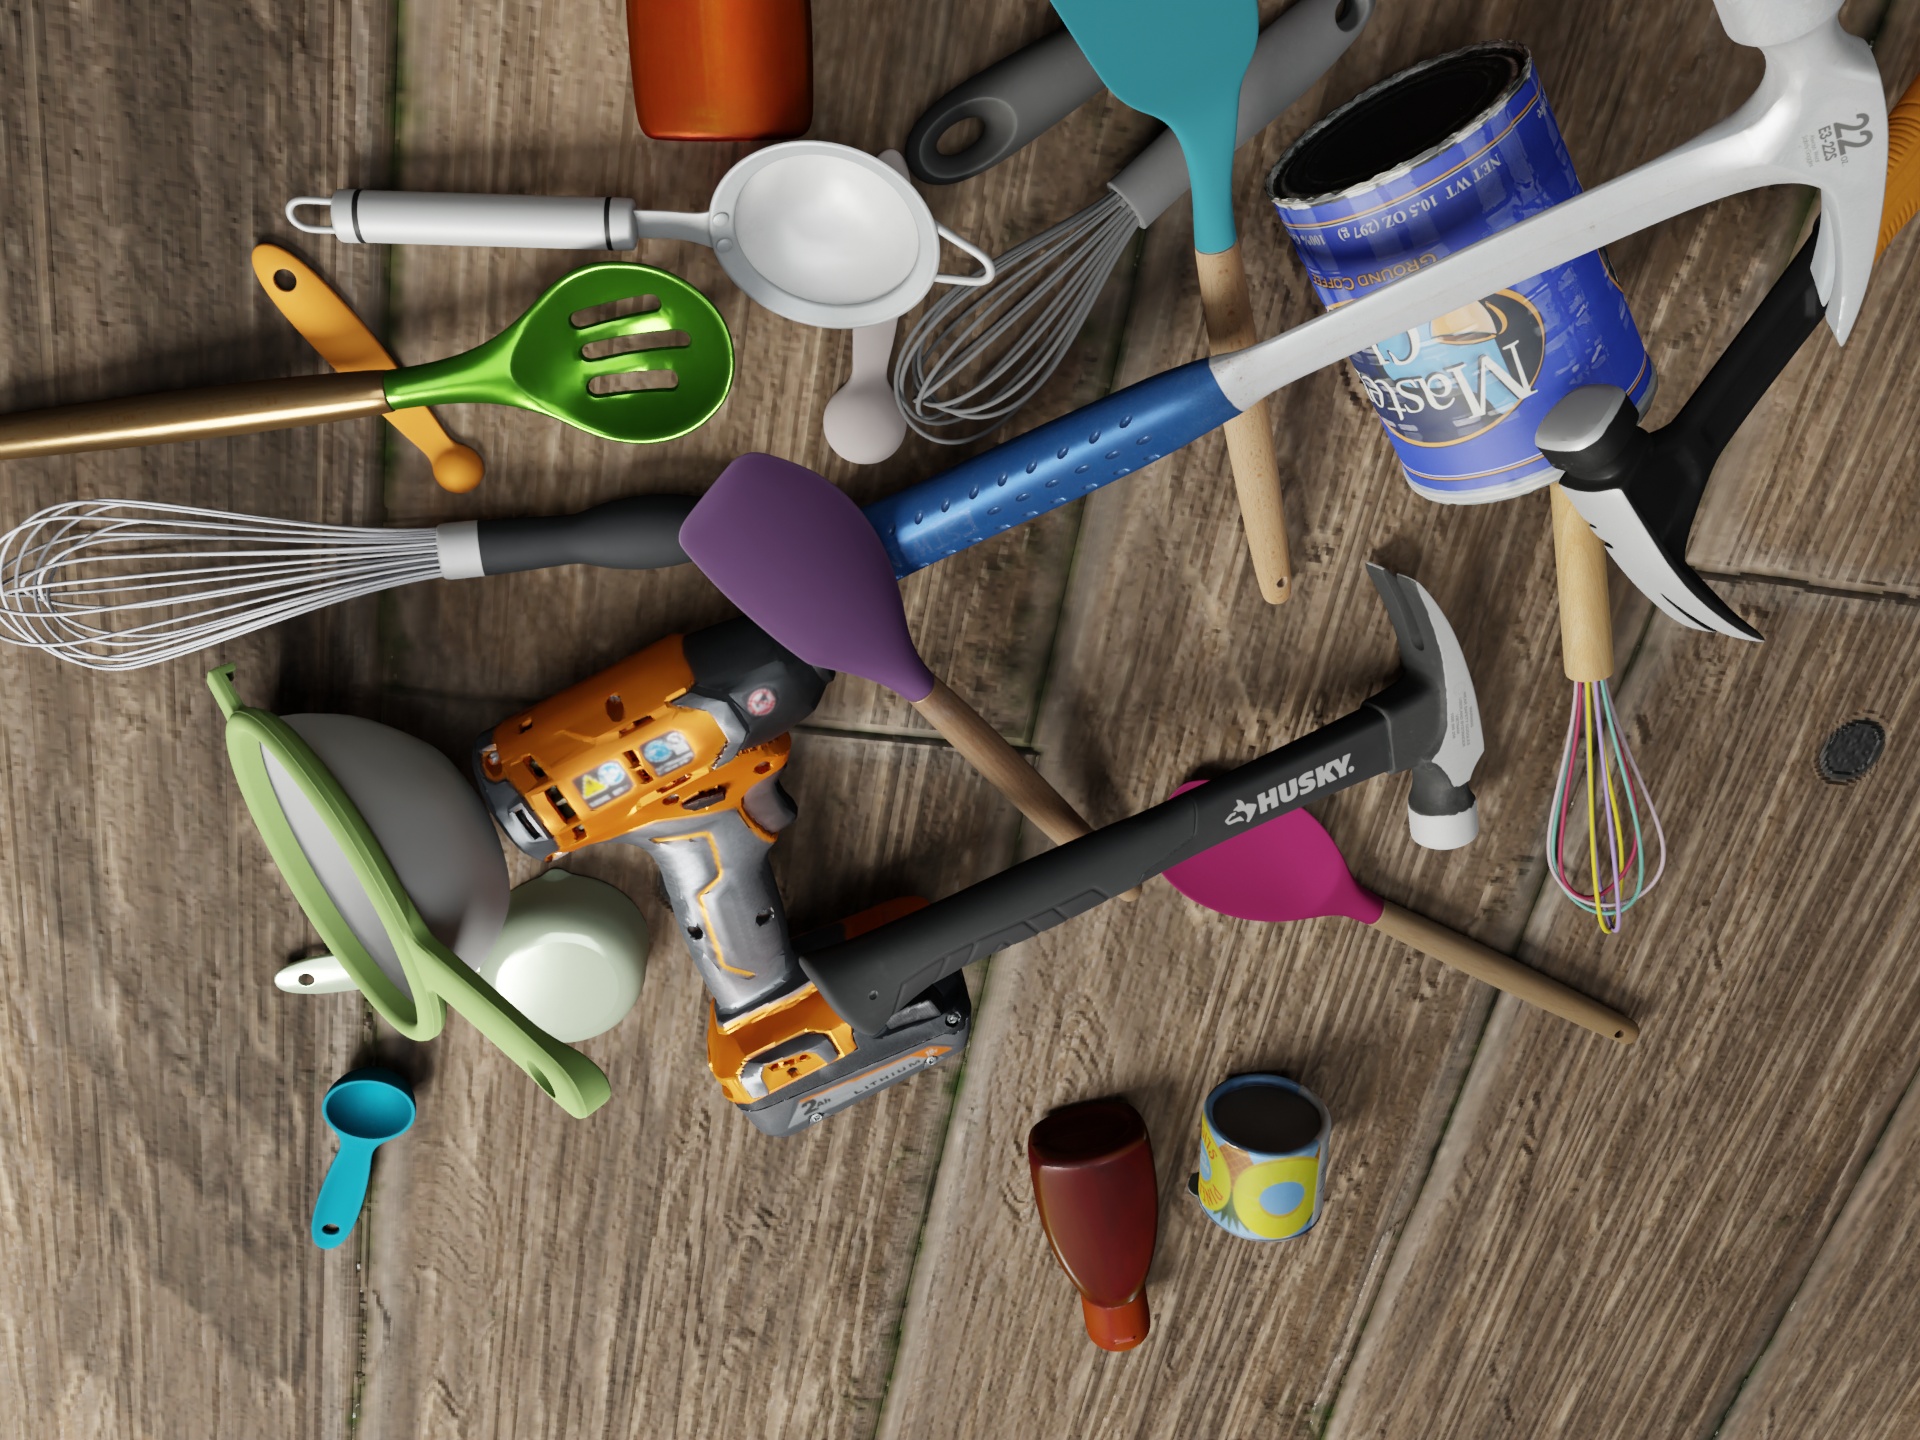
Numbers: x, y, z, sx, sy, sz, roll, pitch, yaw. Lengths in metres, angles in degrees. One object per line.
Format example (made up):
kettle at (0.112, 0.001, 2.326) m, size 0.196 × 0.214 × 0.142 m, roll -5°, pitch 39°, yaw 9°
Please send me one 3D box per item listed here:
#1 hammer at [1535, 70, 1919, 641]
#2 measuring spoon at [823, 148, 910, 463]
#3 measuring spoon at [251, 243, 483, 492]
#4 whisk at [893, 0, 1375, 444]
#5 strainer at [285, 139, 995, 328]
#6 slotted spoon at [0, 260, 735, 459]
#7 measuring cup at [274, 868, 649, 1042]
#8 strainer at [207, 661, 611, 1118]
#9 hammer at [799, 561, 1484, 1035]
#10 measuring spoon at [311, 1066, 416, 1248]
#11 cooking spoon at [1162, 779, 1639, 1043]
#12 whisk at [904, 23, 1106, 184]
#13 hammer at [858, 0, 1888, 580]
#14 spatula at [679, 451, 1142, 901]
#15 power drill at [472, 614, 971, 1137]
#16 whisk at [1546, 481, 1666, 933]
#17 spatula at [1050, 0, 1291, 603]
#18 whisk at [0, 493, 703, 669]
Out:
hammer at (0.352, -0.191, 0.607) m, size 0.127 × 0.034 × 0.337 m, roll 41°, pitch 83°, yaw -28°
measuring spoon at (-0.033, -0.159, 0.627) m, size 0.034 × 0.018 × 0.124 m, roll 2°, pitch 115°, yaw -11°
measuring spoon at (-0.227, -0.133, 0.610) m, size 0.021 × 0.011 × 0.116 m, roll -34°, pitch 117°, yaw 8°
whisk at (0.067, -0.196, 0.611) m, size 0.239 × 0.055 × 0.055 m, roll -42°, pitch 116°, yaw 7°
strainer at (-0.117, -0.185, 0.586) m, size 0.258 × 0.050 × 0.086 m, roll 1°, pitch 147°, yaw -3°
slotted spoon at (-0.239, -0.123, 0.595) m, size 0.313 × 0.031 × 0.070 m, roll -7°, pitch 120°, yaw 0°
measuring cup at (-0.226, 0.116, 0.720) m, size 0.167 × 0.038 × 0.083 m, roll -6°, pitch 117°, yaw -9°
strainer at (-0.193, 0.068, 0.614) m, size 0.069 × 0.257 × 0.151 m, roll -33°, pitch 132°, yaw -32°
hammer at (0.086, 0.046, 0.692) m, size 0.335 × 0.035 × 0.146 m, roll -22°, pitch 117°, yaw -17°
measuring spoon at (-0.295, 0.211, 0.774) m, size 0.042 × 0.021 × 0.128 m, roll 16°, pitch 122°, yaw -18°
cooking spoon at (0.229, 0.106, 0.807) m, size 0.318 × 0.017 × 0.068 m, roll 26°, pitch 111°, yaw -20°
whisk at (0.107, -0.280, 0.572) m, size 0.296 × 0.073 × 0.073 m, roll -29°, pitch 118°, yaw 13°
hammer at (0.108, -0.120, 0.568) m, size 0.405 × 0.035 × 0.143 m, roll -20°, pitch 137°, yaw 29°
spatula at (-0.001, -0.002, 0.670) m, size 0.060 × 0.018 × 0.315 m, roll -51°, pitch 131°, yaw -7°
power drill at (-0.080, 0.060, 0.691) m, size 0.164 × 0.084 × 0.226 m, roll -27°, pitch 118°, yaw 4°
whisk at (0.300, -0.005, 0.756) m, size 0.047 × 0.051 × 0.244 m, roll -25°, pitch 116°, yaw -21°
spatula at (0.097, -0.166, 0.609) m, size 0.082 × 0.044 × 0.317 m, roll -30°, pitch 135°, yaw -9°
whisk at (-0.229, -0.064, 0.624) m, size 0.284 × 0.070 × 0.070 m, roll -7°, pitch 118°, yaw -12°
